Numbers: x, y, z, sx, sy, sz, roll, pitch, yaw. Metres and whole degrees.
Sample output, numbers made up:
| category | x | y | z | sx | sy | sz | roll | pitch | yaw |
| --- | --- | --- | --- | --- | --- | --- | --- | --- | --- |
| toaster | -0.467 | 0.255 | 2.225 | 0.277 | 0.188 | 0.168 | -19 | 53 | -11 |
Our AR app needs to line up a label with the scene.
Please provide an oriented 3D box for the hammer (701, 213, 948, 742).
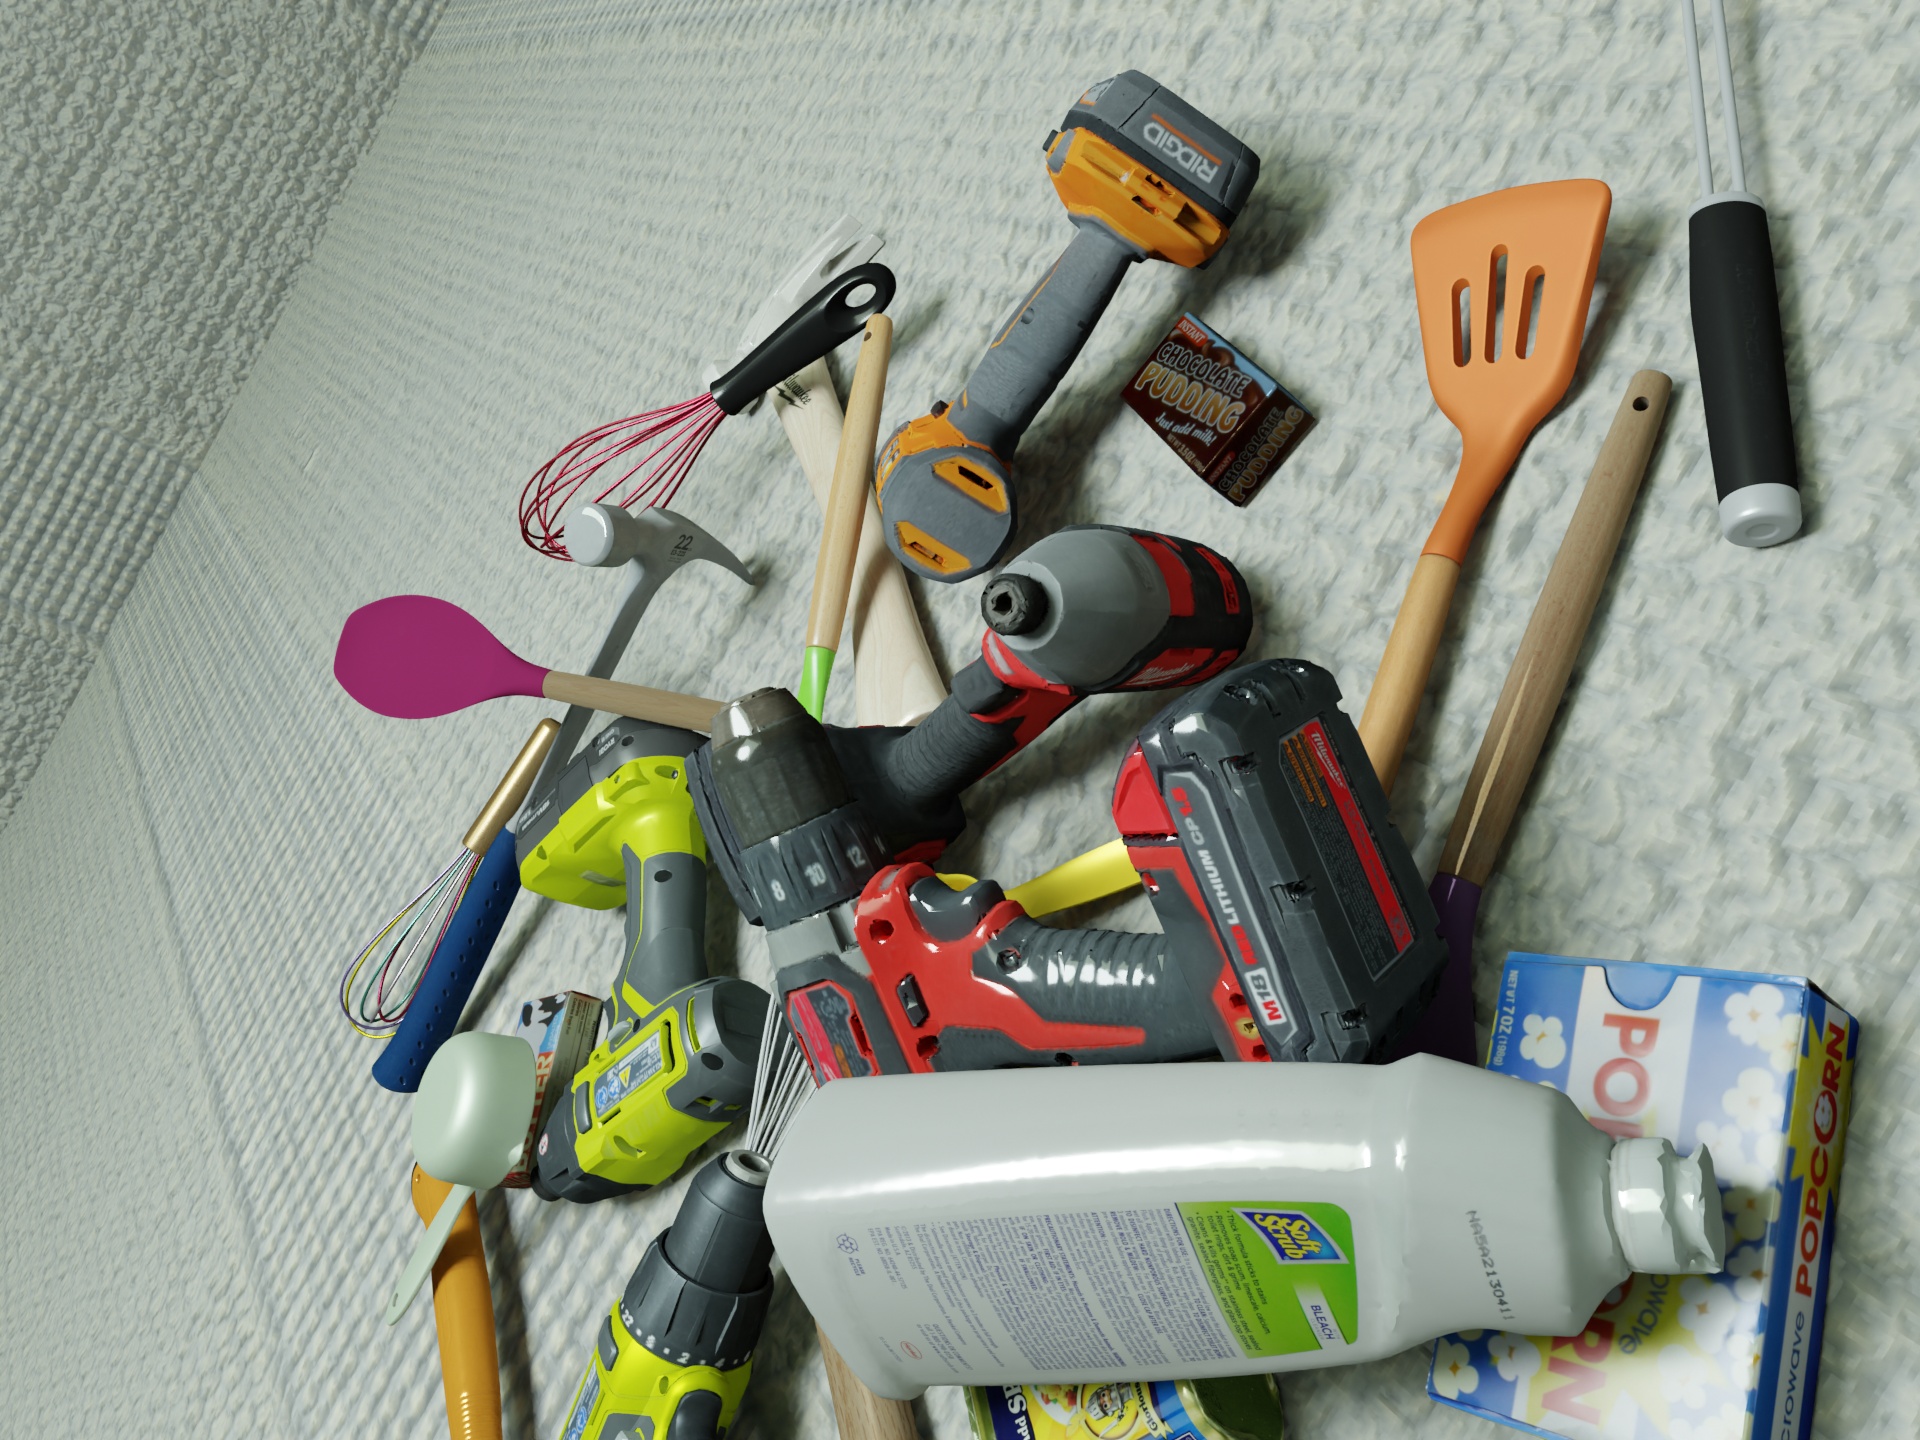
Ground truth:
| category | x | y | z | sx | sy | sz | roll | pitch | yaw |
| --- | --- | --- | --- | --- | --- | --- | --- | --- | --- |
| hammer | -0.060 | -0.135 | 0.882 | 0.146 | 0.038 | 0.411 | -44 | 41 | 21 |

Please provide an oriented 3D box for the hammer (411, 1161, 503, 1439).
| category | x | y | z | sx | sy | sz | roll | pitch | yaw |
| --- | --- | --- | --- | --- | --- | --- | --- | --- | --- |
| hammer | -0.231 | 0.336 | 0.763 | 0.127 | 0.034 | 0.337 | -63 | 34 | 26 |

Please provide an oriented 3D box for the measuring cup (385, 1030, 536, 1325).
| category | x | y | z | sx | sy | sz | roll | pitch | yaw |
| --- | --- | --- | --- | --- | --- | --- | --- | --- | --- |
| measuring cup | -0.267 | 0.233 | 0.802 | 0.167 | 0.038 | 0.083 | -62 | 35 | 7 |

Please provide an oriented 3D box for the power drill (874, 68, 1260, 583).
| category | x | y | z | sx | sy | sz | roll | pitch | yaw |
| --- | --- | --- | --- | --- | --- | --- | --- | --- | --- |
| power drill | 0.034 | -0.181 | 0.747 | 0.226 | 0.084 | 0.164 | -57 | 14 | 13 |

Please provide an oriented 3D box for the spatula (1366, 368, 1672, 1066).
| category | x | y | z | sx | sy | sz | roll | pitch | yaw |
| --- | --- | --- | --- | --- | --- | --- | --- | --- | --- |
| spatula | 0.168 | 0.028 | 0.514 | 0.060 | 0.018 | 0.316 | 21 | 82 | 27 |

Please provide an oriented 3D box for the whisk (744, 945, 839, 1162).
| category | x | y | z | sx | sy | sz | roll | pitch | yaw |
| --- | --- | --- | --- | --- | --- | --- | --- | --- | --- |
| whisk | -0.090 | 0.197 | 0.700 | 0.246 | 0.059 | 0.058 | -64 | 9 | 5 |

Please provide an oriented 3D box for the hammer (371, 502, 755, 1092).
| category | x | y | z | sx | sy | sz | roll | pitch | yaw |
| --- | --- | --- | --- | --- | --- | --- | --- | --- | --- |
| hammer | -0.250 | 0.054 | 0.945 | 0.035 | 0.144 | 0.405 | 37 | 108 | 22 |

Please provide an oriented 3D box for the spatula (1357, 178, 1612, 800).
| category | x | y | z | sx | sy | sz | roll | pitch | yaw |
| --- | --- | --- | --- | --- | --- | --- | --- | --- | --- |
| spatula | 0.154 | -0.037 | 0.552 | 0.081 | 0.041 | 0.323 | 6 | 71 | 51 |

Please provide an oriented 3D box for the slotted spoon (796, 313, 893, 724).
| category | x | y | z | sx | sy | sz | roll | pitch | yaw |
| --- | --- | --- | --- | --- | --- | --- | --- | --- | --- |
| slotted spoon | -0.066 | -0.059 | 0.784 | 0.070 | 0.031 | 0.314 | -4 | 70 | 42 |

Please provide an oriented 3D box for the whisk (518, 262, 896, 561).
| category | x | y | z | sx | sy | sz | roll | pitch | yaw |
| --- | --- | --- | --- | --- | --- | --- | --- | --- | --- |
| whisk | -0.153 | -0.179 | 0.941 | 0.296 | 0.073 | 0.073 | -31 | 46 | 25 |

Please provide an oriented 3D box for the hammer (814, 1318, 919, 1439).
| category | x | y | z | sx | sy | sz | roll | pitch | yaw |
| --- | --- | --- | --- | --- | --- | --- | --- | --- | --- |
| hammer | -0.008 | 0.323 | 0.534 | 0.130 | 0.031 | 0.332 | -45 | 40 | 23 |

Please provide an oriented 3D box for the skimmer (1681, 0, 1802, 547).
| category | x | y | z | sx | sy | sz | roll | pitch | yaw |
| --- | --- | --- | --- | --- | --- | --- | --- | --- | --- |
| skimmer | 0.251 | -0.235 | 0.525 | 0.127 | 0.090 | 0.364 | -1 | 66 | 16 |

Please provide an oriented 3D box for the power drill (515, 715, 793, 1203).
| category | x | y | z | sx | sy | sz | roll | pitch | yaw |
| --- | --- | --- | --- | --- | --- | --- | --- | --- | --- |
| power drill | -0.170 | 0.124 | 0.819 | 0.171 | 0.080 | 0.223 | -40 | 45 | 28 |

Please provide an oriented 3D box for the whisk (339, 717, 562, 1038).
| category | x | y | z | sx | sy | sz | roll | pitch | yaw |
| --- | --- | --- | --- | --- | --- | --- | --- | --- | --- |
| whisk | -0.330 | 0.106 | 1.058 | 0.047 | 0.051 | 0.245 | 33 | 91 | 33 |

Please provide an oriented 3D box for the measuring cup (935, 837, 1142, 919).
| category | x | y | z | sx | sy | sz | roll | pitch | yaw |
| --- | --- | --- | --- | --- | --- | --- | --- | --- | --- |
| measuring cup | 0.040 | 0.076 | 0.645 | 0.156 | 0.029 | 0.062 | -25 | 49 | 24 |

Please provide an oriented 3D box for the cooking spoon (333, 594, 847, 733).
| category | x | y | z | sx | sy | sz | roll | pitch | yaw |
| --- | --- | --- | --- | --- | --- | --- | --- | --- | --- |
| cooking spoon | -0.193 | -0.014 | 0.833 | 0.319 | 0.017 | 0.069 | 11 | 82 | 17 |

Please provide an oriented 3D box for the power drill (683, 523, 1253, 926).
| category | x | y | z | sx | sy | sz | roll | pitch | yaw |
| --- | --- | --- | --- | --- | --- | --- | --- | --- | --- |
| power drill | -0.001 | -0.002 | 0.632 | 0.219 | 0.143 | 0.079 | -34 | 72 | 31 |

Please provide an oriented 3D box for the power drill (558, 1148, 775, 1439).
| category | x | y | z | sx | sy | sz | roll | pitch | yaw |
| --- | --- | --- | --- | --- | --- | --- | --- | --- | --- |
| power drill | -0.093 | 0.288 | 0.583 | 0.190 | 0.080 | 0.229 | -67 | 24 | 8 |

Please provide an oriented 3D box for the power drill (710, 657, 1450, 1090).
| category | x | y | z | sx | sy | sz | roll | pitch | yaw |
| --- | --- | --- | --- | --- | --- | --- | --- | --- | --- |
| power drill | 0.019 | 0.051 | 0.519 | 0.226 | 0.080 | 0.188 | -24 | 89 | 36 |
